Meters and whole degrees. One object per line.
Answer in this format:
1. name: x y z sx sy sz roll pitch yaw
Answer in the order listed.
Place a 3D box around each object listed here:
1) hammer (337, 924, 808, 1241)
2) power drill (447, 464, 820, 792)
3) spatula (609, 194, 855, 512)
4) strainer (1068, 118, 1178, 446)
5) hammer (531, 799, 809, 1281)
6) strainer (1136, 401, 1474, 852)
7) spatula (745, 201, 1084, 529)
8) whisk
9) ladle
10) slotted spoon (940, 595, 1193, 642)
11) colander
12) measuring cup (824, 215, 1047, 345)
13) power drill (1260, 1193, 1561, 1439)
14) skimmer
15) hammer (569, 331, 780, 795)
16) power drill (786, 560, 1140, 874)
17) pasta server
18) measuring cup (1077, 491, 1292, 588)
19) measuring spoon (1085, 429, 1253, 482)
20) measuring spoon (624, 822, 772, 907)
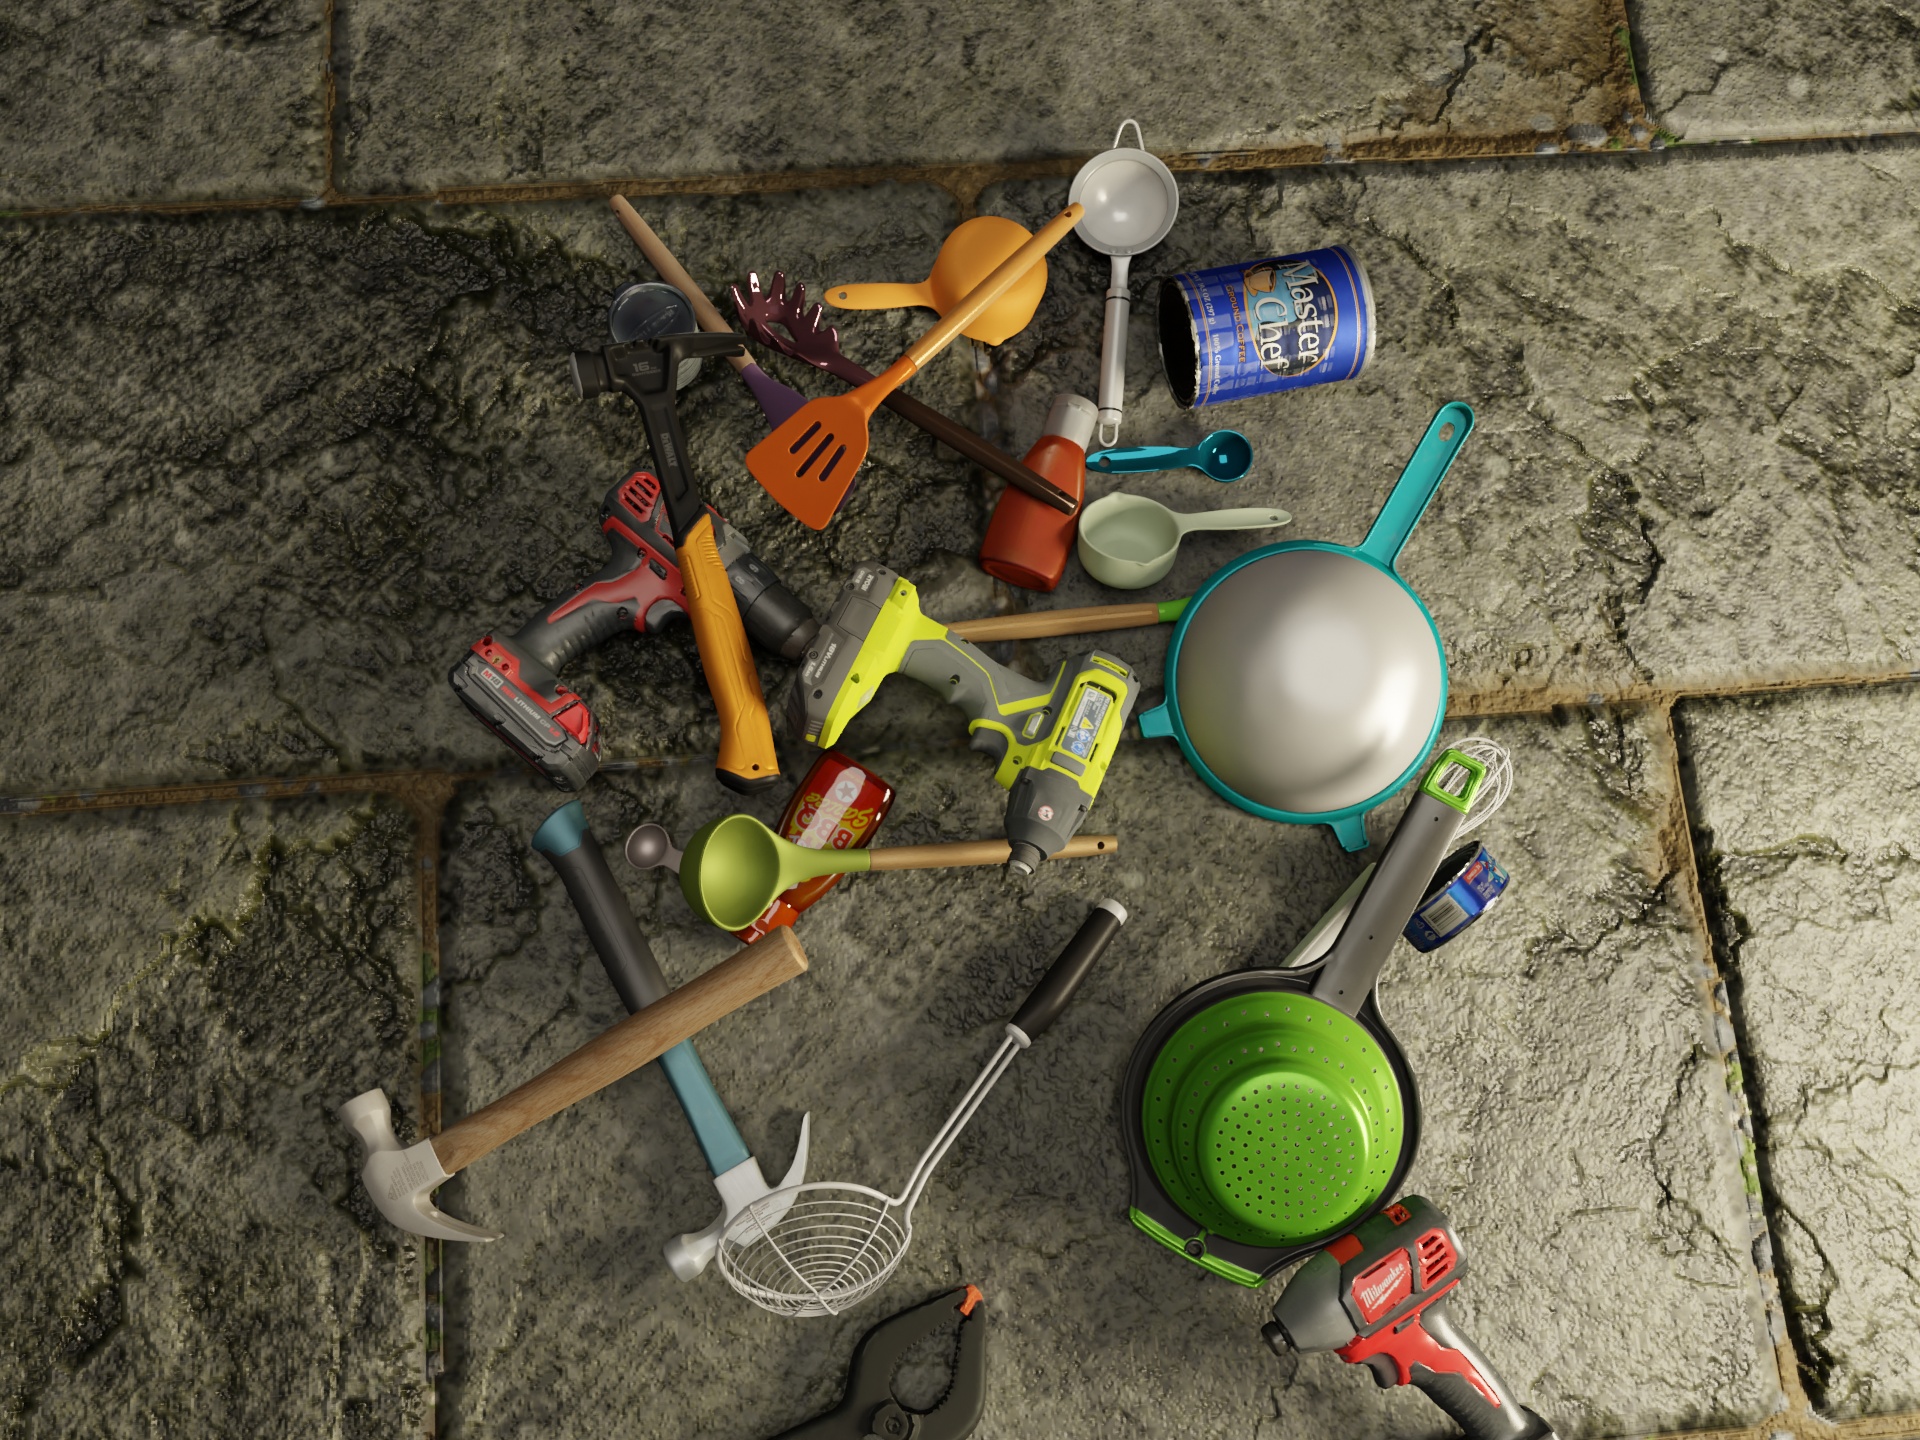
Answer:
1. hammer: -0.250 0.237 1.070 0.331 0.031 0.130 -30 78 1
2. power drill: -0.231 -0.054 1.147 0.188 0.080 0.227 40 75 5
3. spatula: -0.177 -0.290 1.221 0.018 0.059 0.316 -27 74 -40
4. strainer: 0.123 -0.340 1.249 0.087 0.050 0.258 4 83 7
5. hammer: -0.212 0.208 1.107 0.128 0.033 0.331 -28 80 -8
6. strainer: 0.288 -0.085 1.138 0.211 0.095 0.340 30 90 0
7. spatula: -0.022 -0.276 1.176 0.081 0.041 0.322 43 76 9
8. whisk: 0.314 0.106 1.154 0.058 0.059 0.246 44 83 -4
9. ladle: -0.035 0.097 1.102 0.320 0.062 0.078 -2 94 -18
10. slotted spoon: 0.122 -0.080 1.196 0.313 0.031 0.070 -6 77 -3
11. colander: 0.247 0.200 1.051 0.204 0.094 0.397 28 93 3
12. measuring cup: -0.016 -0.340 1.220 0.173 0.052 0.095 -8 79 -16
13. power drill: 0.299 0.438 1.041 0.143 0.078 0.219 -29 91 -9
14. skimmer: -0.017 0.255 1.096 0.090 0.127 0.363 17 57 43
15. hammer: -0.175 -0.113 1.118 0.127 0.034 0.337 -13 80 -15
16. power drill: -0.002 -0.004 1.121 0.223 0.080 0.171 26 64 0
17. pasta server: -0.043 -0.244 1.196 0.316 0.040 0.060 34 55 14
18. measuring cup: 0.168 -0.136 1.200 0.167 0.038 0.083 -6 48 -12
19. measuring spoon: 0.161 -0.200 1.234 0.128 0.021 0.042 -2 78 6
20. measuring spoon: -0.183 0.108 1.124 0.124 0.018 0.034 22 77 21
